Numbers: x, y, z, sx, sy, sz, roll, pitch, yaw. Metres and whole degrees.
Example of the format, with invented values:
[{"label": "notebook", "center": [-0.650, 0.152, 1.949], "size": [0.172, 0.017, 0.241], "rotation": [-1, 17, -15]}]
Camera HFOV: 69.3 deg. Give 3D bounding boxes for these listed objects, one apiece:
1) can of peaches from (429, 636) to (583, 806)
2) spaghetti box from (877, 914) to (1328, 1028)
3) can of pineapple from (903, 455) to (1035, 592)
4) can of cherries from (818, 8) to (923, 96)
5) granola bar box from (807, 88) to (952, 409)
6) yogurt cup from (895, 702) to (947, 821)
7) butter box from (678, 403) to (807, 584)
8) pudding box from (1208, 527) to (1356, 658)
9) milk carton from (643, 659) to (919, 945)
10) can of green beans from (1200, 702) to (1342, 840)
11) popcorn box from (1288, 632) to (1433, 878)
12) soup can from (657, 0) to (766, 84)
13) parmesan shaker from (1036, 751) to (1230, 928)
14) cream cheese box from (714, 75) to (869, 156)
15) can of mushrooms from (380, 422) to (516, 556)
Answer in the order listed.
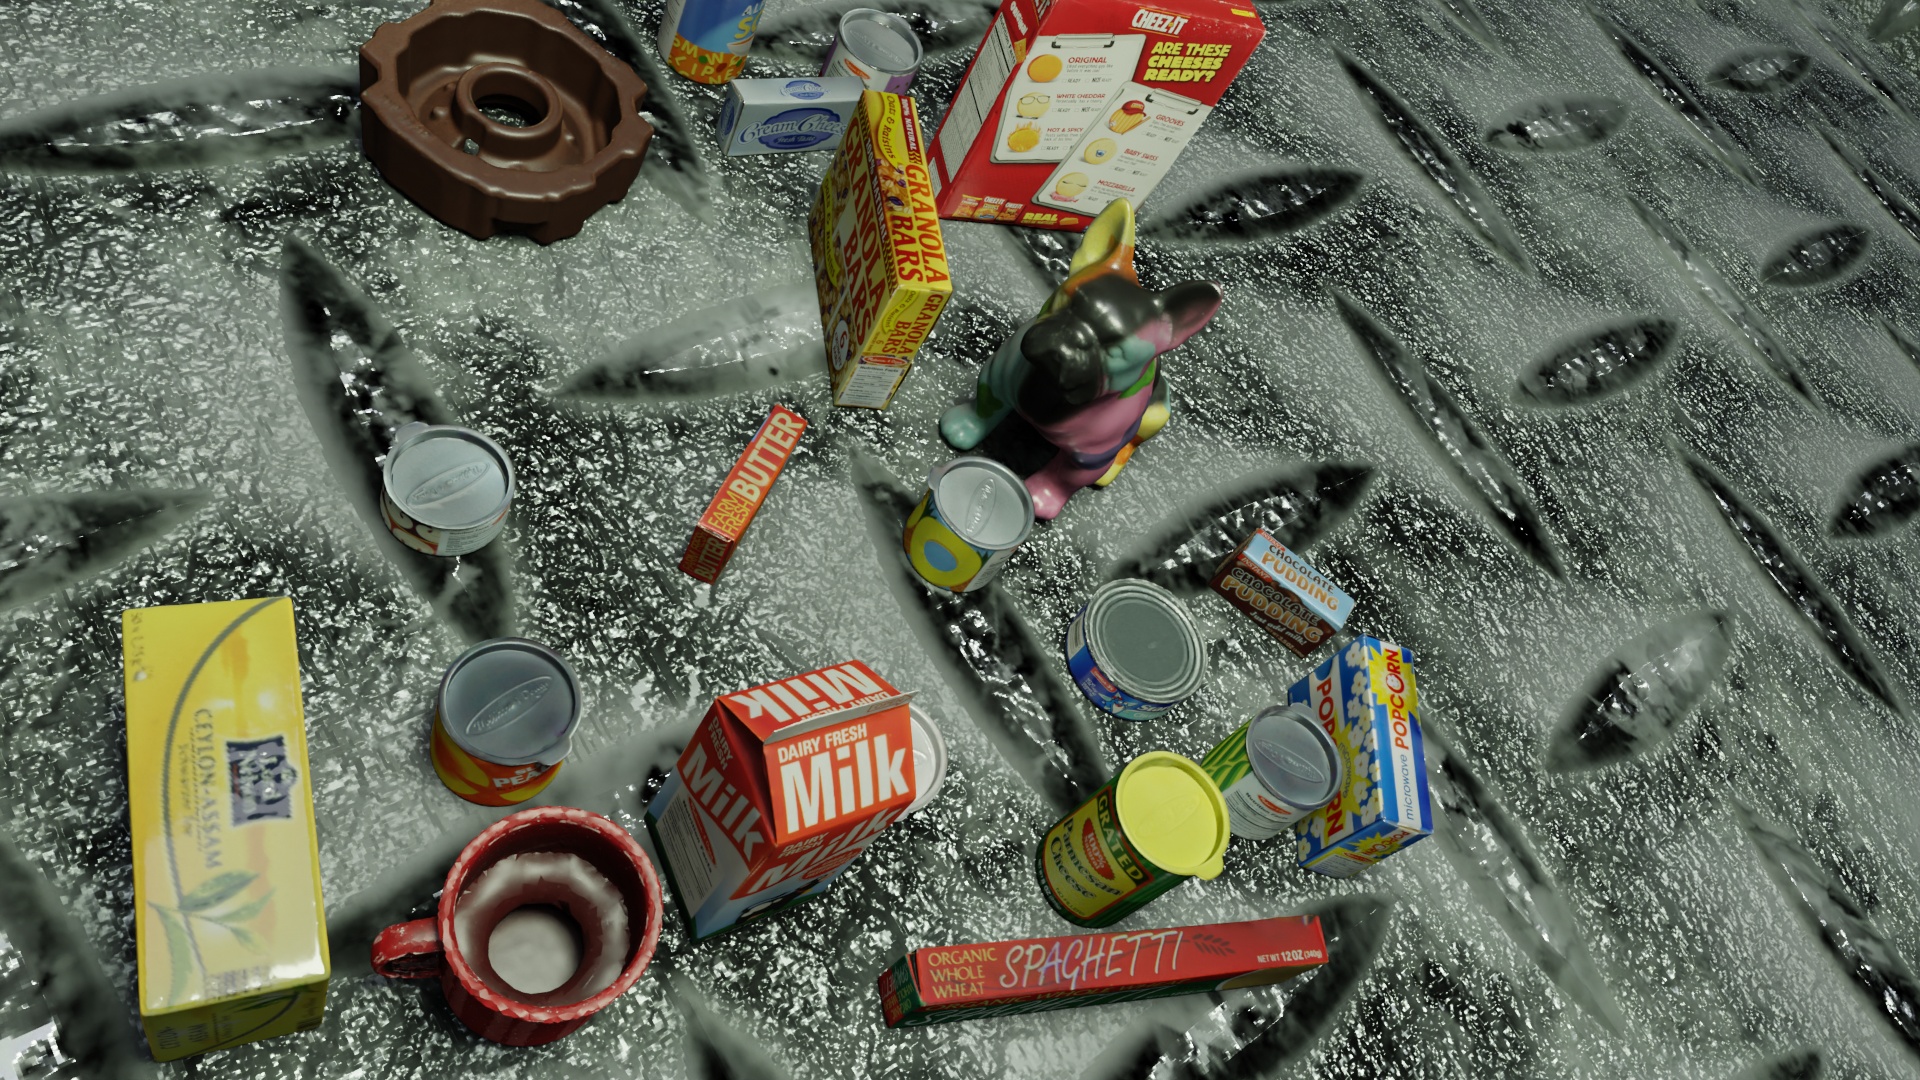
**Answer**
[{"label": "can of peaches", "center": [-0.221, 0.091, 0.678], "size": [0.071, 0.057, 0.071], "rotation": [13, 55, -18]}, {"label": "spaghetti box", "center": [0.080, 0.228, 0.740], "size": [0.250, 0.050, 0.029], "rotation": [2, 59, -25]}, {"label": "can of pineapple", "center": [0.003, -0.011, 0.854], "size": [0.071, 0.057, 0.071], "rotation": [13, 55, -18]}, {"label": "can of cherries", "center": [-0.067, -0.355, 1.045], "size": [0.071, 0.058, 0.072], "rotation": [13, 55, -18]}, {"label": "granola bar box", "center": [-0.055, -0.187, 0.898], "size": [0.039, 0.123, 0.166], "rotation": [4, 58, -24]}, {"label": "yogurt cup", "center": [-0.047, 0.123, 0.744], "size": [0.072, 0.053, 0.073], "rotation": [13, 55, -18]}, {"label": "butter box", "center": [-0.125, -0.027, 0.805], "size": [0.024, 0.053, 0.104], "rotation": [30, 51, -6]}, {"label": "pudding box", "center": [0.216, 0.035, 0.932], "size": [0.084, 0.049, 0.030], "rotation": [38, 51, 1]}, {"label": "milk carton", "center": [-0.082, 0.117, 0.643], "size": [0.072, 0.189, 0.073], "rotation": [-13, 66, -32]}, {"label": "can of green beans", "center": [0.187, 0.142, 0.843], "size": [0.071, 0.057, 0.071], "rotation": [13, 55, -18]}, {"label": "popcorn box", "center": [0.244, 0.134, 0.858], "size": [0.038, 0.084, 0.127], "rotation": [17, 54, -15]}, {"label": "soup can", "center": [-0.173, -0.379, 0.993], "size": [0.071, 0.083, 0.072], "rotation": [13, 55, -18]}, {"label": "parmesan shaker", "center": [0.092, 0.167, 0.751], "size": [0.071, 0.102, 0.071], "rotation": [13, 55, -18]}, {"label": "cream cheese box", "center": [-0.119, -0.302, 0.988], "size": [0.104, 0.053, 0.024], "rotation": [-14, 66, -32]}, {"label": "can of mushrooms", "center": [-0.276, -0.028, 0.745], "size": [0.071, 0.033, 0.071], "rotation": [13, 55, -18]}]
